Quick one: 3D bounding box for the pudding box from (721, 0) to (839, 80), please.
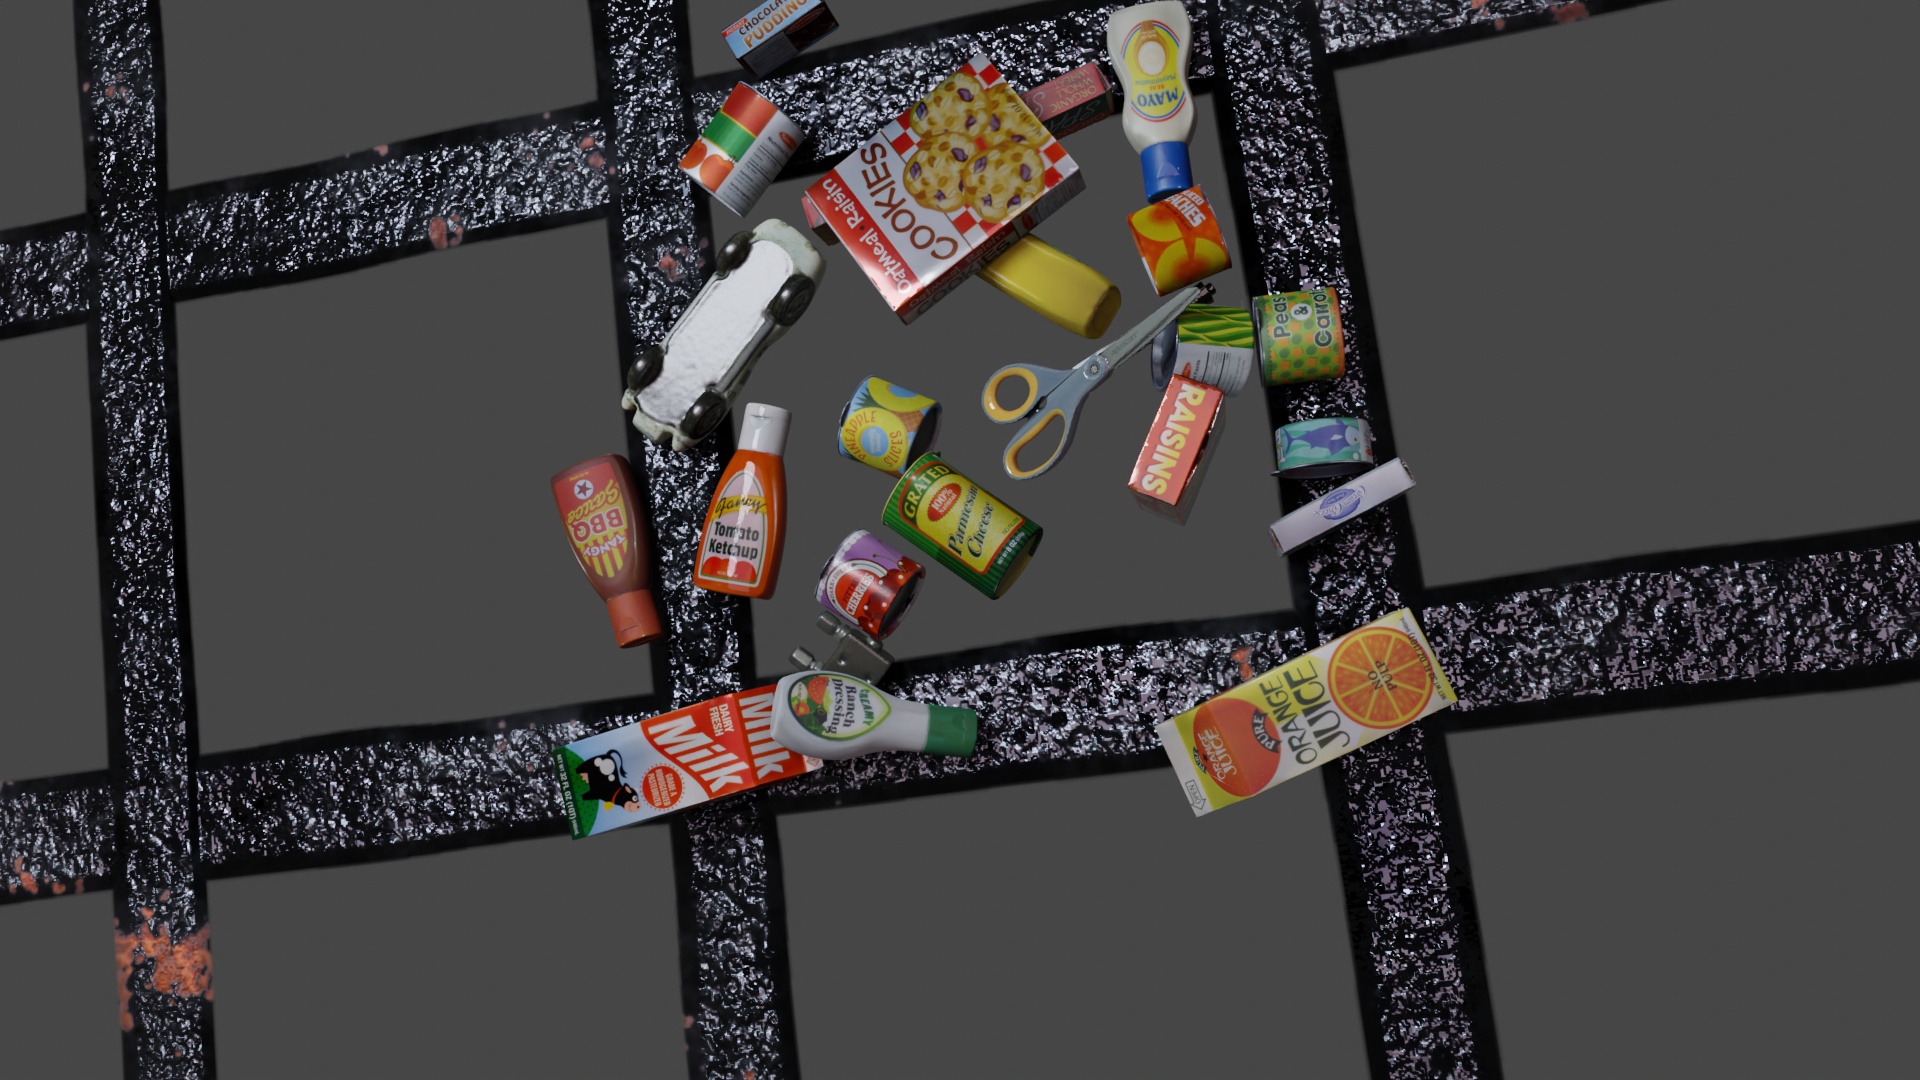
[{"bbox_3d":[-0.143,-0.409,1.113,0.083,0.049,0.030,-31,81,7],"label":"pudding box"}]

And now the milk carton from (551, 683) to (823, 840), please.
[{"bbox_3d":[-0.200,0.164,1.048,0.190,0.073,0.072,-18,80,8],"label":"milk carton"}]

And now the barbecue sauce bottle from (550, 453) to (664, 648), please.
[{"bbox_3d":[-0.272,0.010,1.095,0.065,0.043,0.148,-21,81,8],"label":"barbecue sauce bottle"}]

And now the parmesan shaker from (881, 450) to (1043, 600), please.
[{"bbox_3d":[0.004,-0.013,1.032,0.103,0.071,0.071,35,92,12],"label":"parmesan shaker"}]

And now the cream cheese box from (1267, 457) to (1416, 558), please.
[{"bbox_3d":[0.268,-0.022,0.986,0.104,0.053,0.024,-28,82,7],"label":"cream cheese box"}]

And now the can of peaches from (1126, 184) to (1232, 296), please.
[{"bbox_3d":[0.160,-0.222,1.021,0.058,0.071,0.071,-22,80,9],"label":"can of peaches"}]

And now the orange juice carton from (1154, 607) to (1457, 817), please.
[{"bbox_3d":[0.236,0.120,0.967,0.192,0.073,0.072,-27,80,8],"label":"orange juice carton"}]

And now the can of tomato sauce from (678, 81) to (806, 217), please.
[{"bbox_3d":[-0.174,-0.309,1.100,0.071,0.071,0.083,38,93,13],"label":"can of tomato sauce"}]

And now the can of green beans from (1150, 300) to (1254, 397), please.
[{"bbox_3d":[0.174,-0.138,1.004,0.058,0.071,0.071,4,85,-8],"label":"can of green beans"}]

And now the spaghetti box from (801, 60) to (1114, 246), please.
[{"bbox_3d":[-0.001,-0.296,1.072,0.250,0.050,0.029,-23,81,8],"label":"spaghetti box"}]

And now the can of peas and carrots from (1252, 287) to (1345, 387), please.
[{"bbox_3d":[0.242,-0.147,0.996,0.059,0.071,0.071,-6,83,10],"label":"can of peas and carrots"}]

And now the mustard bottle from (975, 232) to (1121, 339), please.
[{"bbox_3d":[0.044,-0.209,1.048,0.160,0.065,0.048,34,95,17],"label":"mustard bottle"}]

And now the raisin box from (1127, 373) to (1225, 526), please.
[{"bbox_3d":[0.154,-0.061,0.977,0.040,0.123,0.086,23,89,13],"label":"raisin box"}]

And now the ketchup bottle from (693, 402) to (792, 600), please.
[{"bbox_3d":[-0.162,-0.031,1.078,0.065,0.043,0.149,10,85,12],"label":"ketchup bottle"}]

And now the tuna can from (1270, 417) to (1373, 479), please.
[{"bbox_3d":[0.255,-0.065,0.987,0.071,0.071,0.033,-4,83,11],"label":"tuna can"}]

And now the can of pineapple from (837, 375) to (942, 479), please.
[{"bbox_3d":[-0.053,-0.083,1.049,0.058,0.071,0.071,22,89,13],"label":"can of pineapple"}]

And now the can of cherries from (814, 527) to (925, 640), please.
[{"bbox_3d":[-0.068,0.034,1.037,0.058,0.071,0.071,32,91,12],"label":"can of cherries"}]

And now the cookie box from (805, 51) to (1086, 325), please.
[{"bbox_3d":[-0.012,-0.257,1.020,0.167,0.040,0.123,-37,74,5],"label":"cookie box"}]

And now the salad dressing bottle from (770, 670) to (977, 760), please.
[{"bbox_3d":[-0.062,0.132,1.015,0.148,0.043,0.064,9,54,-12],"label":"salad dressing bottle"}]

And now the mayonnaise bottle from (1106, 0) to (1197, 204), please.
[{"bbox_3d":[0.150,-0.330,1.050,0.065,0.041,0.148,-7,82,9],"label":"mayonnaise bottle"}]
